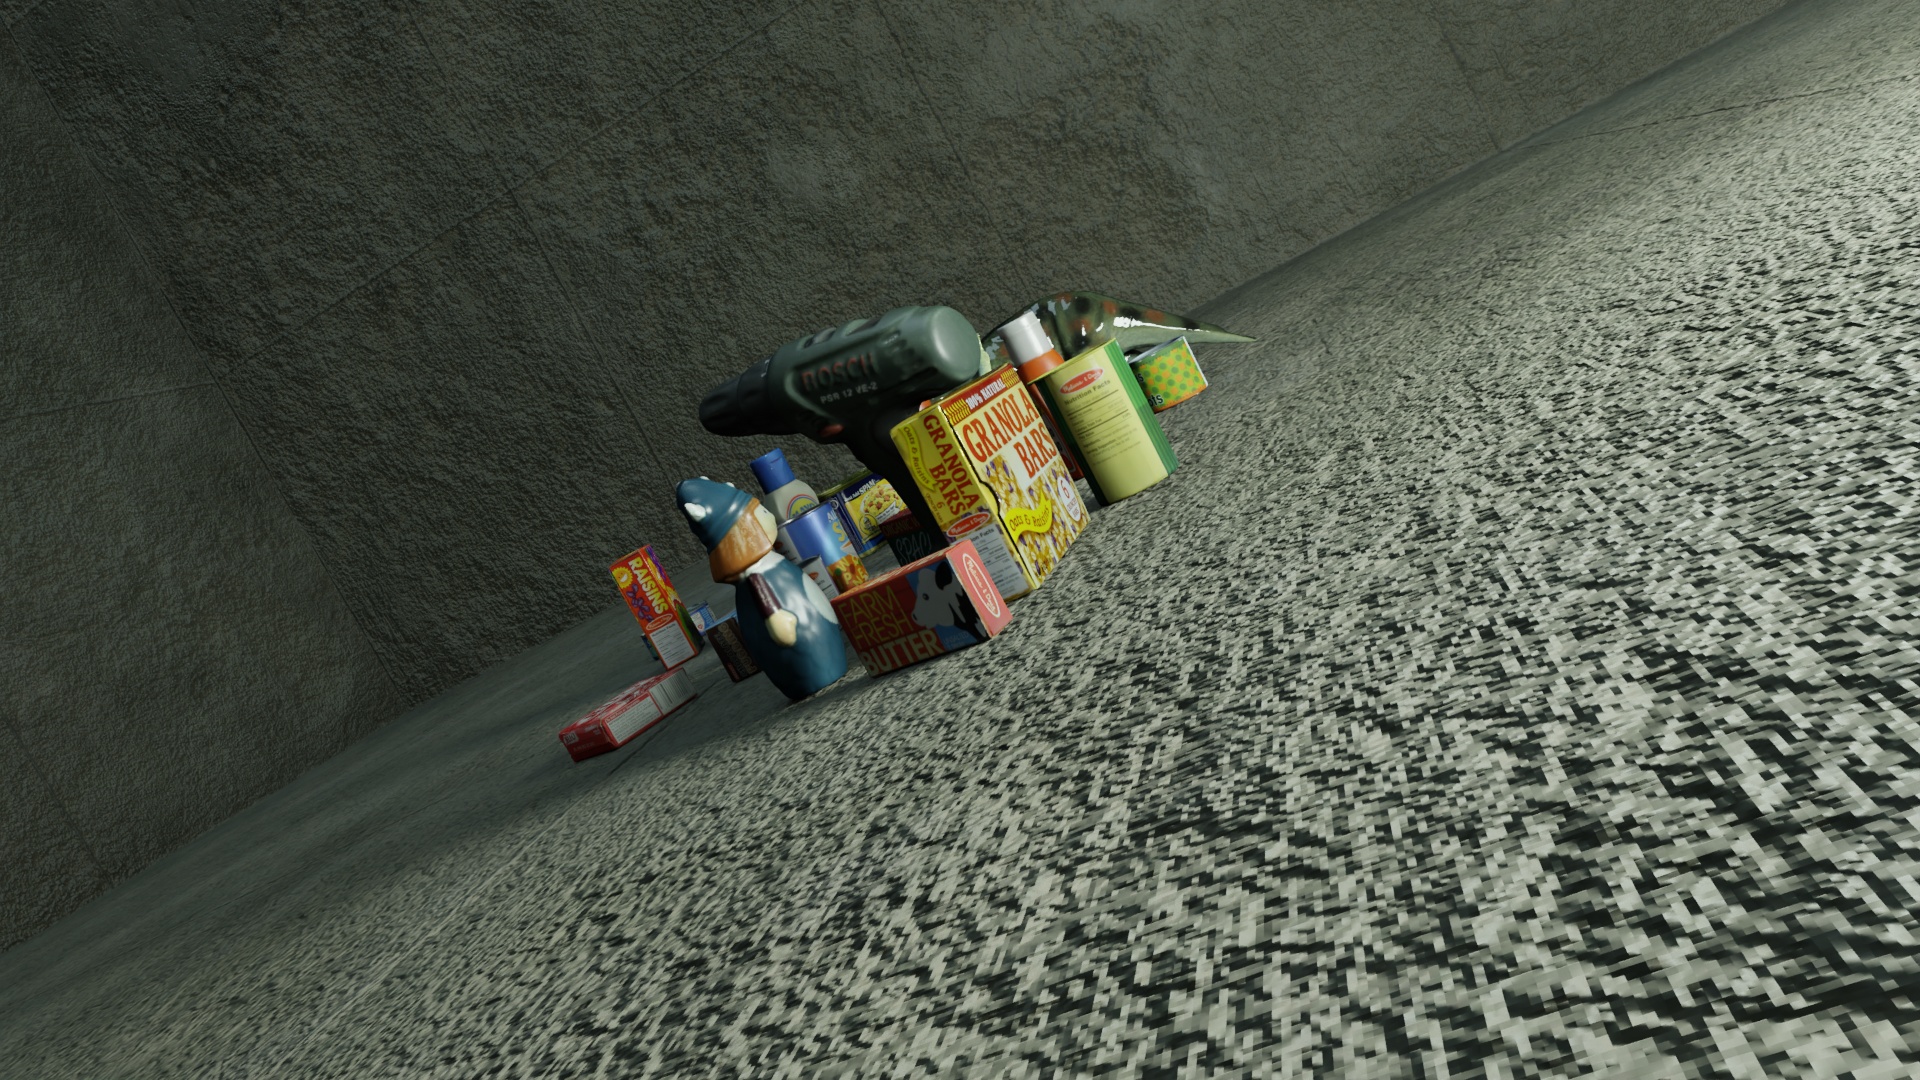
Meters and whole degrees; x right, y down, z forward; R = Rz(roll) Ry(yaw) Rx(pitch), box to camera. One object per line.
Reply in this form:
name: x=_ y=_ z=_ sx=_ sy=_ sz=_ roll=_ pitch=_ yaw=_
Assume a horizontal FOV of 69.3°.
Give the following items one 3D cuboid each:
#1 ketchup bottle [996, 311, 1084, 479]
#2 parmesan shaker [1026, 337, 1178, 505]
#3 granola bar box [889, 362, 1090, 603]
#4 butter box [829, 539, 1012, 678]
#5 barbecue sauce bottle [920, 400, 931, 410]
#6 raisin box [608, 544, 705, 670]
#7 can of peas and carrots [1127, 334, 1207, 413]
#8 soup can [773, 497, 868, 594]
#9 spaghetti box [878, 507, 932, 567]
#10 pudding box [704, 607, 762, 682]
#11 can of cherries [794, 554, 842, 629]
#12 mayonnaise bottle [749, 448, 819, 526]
ketchup bottle: x=0.082 y=-0.128 z=1.220 sx=0.043 sy=0.148 sz=0.065 roll=-28 pitch=6 yaw=-1
parmesan shaker: x=0.102 y=-0.083 z=0.995 sx=0.071 sy=0.103 sz=0.071 roll=-28 pitch=6 yaw=3
granola bar box: x=0.025 y=-0.040 z=0.882 sx=0.039 sy=0.124 sz=0.166 roll=-26 pitch=7 yaw=22
butter box: x=-0.024 y=0.040 z=0.781 sx=0.103 sy=0.053 sz=0.024 roll=-22 pitch=8 yaw=41
barbecue sauce bottle: x=-0.022 y=-0.076 z=1.246 sx=0.065 sy=0.148 sz=0.044 roll=-28 pitch=6 yaw=-3
raisin box: x=-0.315 y=0.068 z=1.444 sx=0.040 sy=0.123 sz=0.086 roll=-28 pitch=6 yaw=-2
can of peas and carrots: x=0.207 y=-0.167 z=1.409 sx=0.071 sy=0.058 sz=0.071 roll=-28 pitch=6 yaw=3
soup can: x=-0.130 y=0.013 z=1.291 sx=0.071 sy=0.083 sz=0.071 roll=-28 pitch=6 yaw=3
spaghetti box: x=0.004 y=-0.014 z=1.094 sx=0.029 sy=0.050 sz=0.249 roll=-31 pitch=7 yaw=-27
pudding box: x=-0.166 y=0.074 z=1.109 sx=0.030 sy=0.049 sz=0.084 roll=-26 pitch=7 yaw=19
can of cherries: x=-0.127 y=0.052 z=1.087 sx=0.071 sy=0.058 sz=0.071 roll=-28 pitch=6 yaw=3
mayonnaise bottle: x=-0.171 y=-0.024 z=1.456 sx=0.065 sy=0.148 sz=0.041 roll=-32 pitch=7 yaw=-35
